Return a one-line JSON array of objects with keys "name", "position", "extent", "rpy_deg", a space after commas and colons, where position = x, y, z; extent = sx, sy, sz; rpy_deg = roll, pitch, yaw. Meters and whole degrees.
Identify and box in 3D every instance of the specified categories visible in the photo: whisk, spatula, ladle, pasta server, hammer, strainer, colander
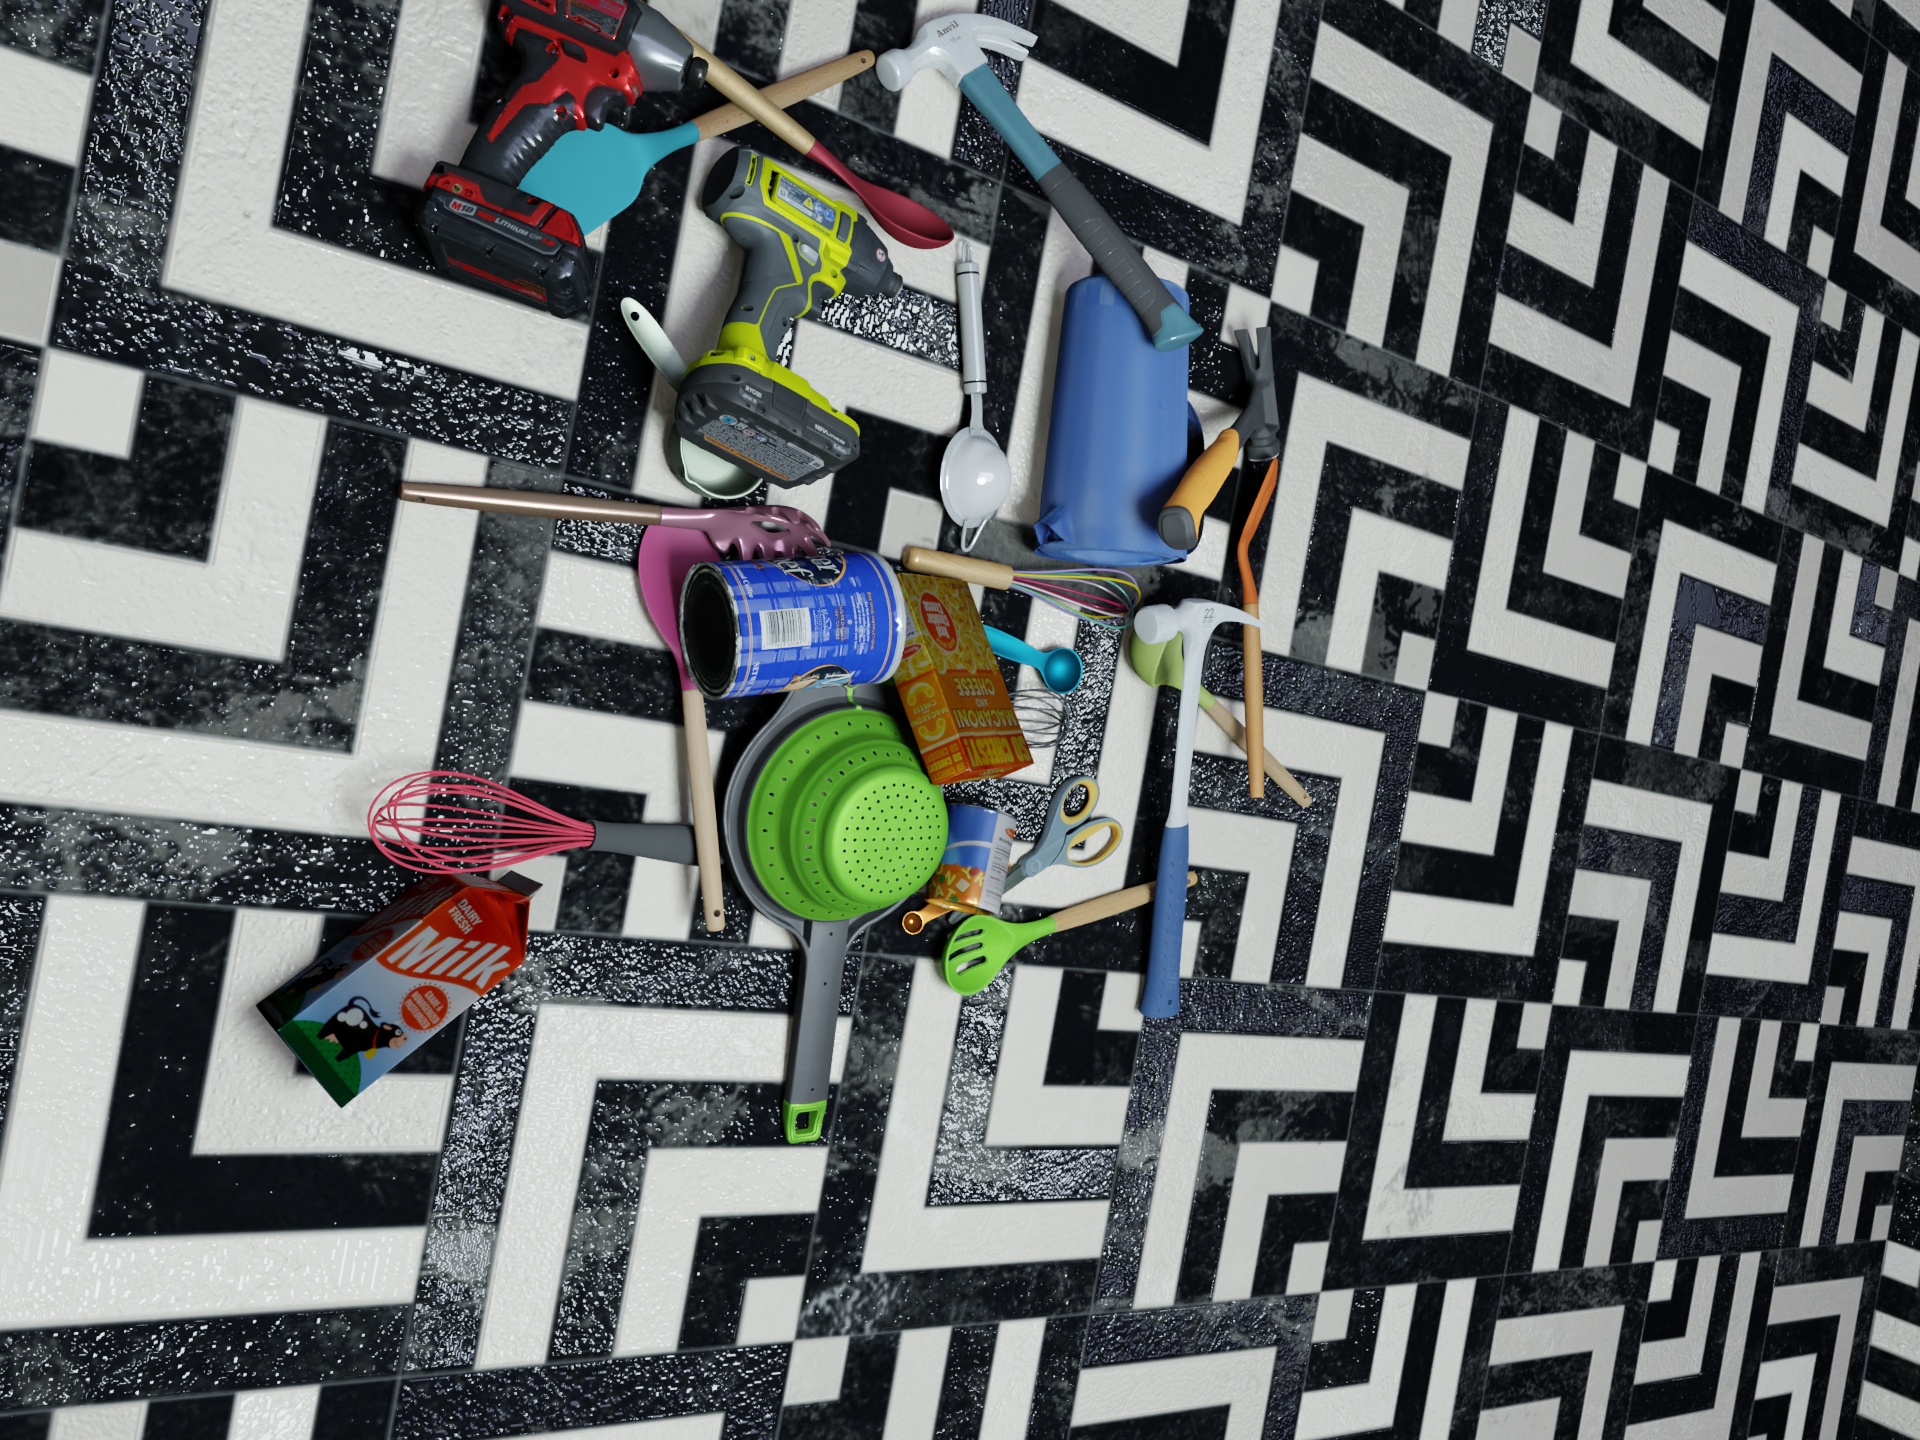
[{"name": "whisk", "position": [0.057, -0.118, 1.390], "extent": [0.244, 0.047, 0.051], "rpy_deg": [8, 79, -31]}, {"name": "spatula", "position": [-0.186, -0.448, 1.190], "extent": [0.317, 0.044, 0.082], "rpy_deg": [-36, 113, -31]}, {"name": "spatula", "position": [0.288, -0.088, 1.523], "extent": [0.081, 0.041, 0.323], "rpy_deg": [20, 68, -78]}, {"name": "ladle", "position": [0.264, -0.002, 1.538], "extent": [0.319, 0.062, 0.078], "rpy_deg": [41, 68, -34]}, {"name": "pasta server", "position": [-0.246, -0.147, 1.164], "extent": [0.316, 0.060, 0.040], "rpy_deg": [2, 50, -30]}, {"name": "whisk", "position": [-0.001, -0.004, 1.357], "extent": [0.238, 0.055, 0.055], "rpy_deg": [2, 94, -31]}, {"name": "hammer", "position": [0.229, -0.239, 1.392], "extent": [0.337, 0.034, 0.127], "rpy_deg": [-53, 138, -53]}, {"name": "whisk", "position": [-0.289, 0.083, 1.161], "extent": [0.295, 0.073, 0.073], "rpy_deg": [10, 90, -42]}, {"name": "strainer", "position": [0.014, -0.273, 1.341], "extent": [0.087, 0.050, 0.258], "rpy_deg": [-10, 99, -50]}, {"name": "colander", "position": [-0.088, 0.161, 1.265], "extent": [0.204, 0.095, 0.397], "rpy_deg": [1, 100, -35]}, {"name": "hammer", "position": [0.207, 0.085, 1.476], "extent": [0.144, 0.035, 0.405], "rpy_deg": [-10, 112, -37]}, {"name": "ladle", "position": [-0.132, -0.444, 1.183], "extent": [0.315, 0.069, 0.031], "rpy_deg": [30, 120, -30]}, {"name": "hammer", "position": [0.080, -0.435, 1.296], "extent": [0.128, 0.033, 0.331], "rpy_deg": [-40, 93, -22]}]

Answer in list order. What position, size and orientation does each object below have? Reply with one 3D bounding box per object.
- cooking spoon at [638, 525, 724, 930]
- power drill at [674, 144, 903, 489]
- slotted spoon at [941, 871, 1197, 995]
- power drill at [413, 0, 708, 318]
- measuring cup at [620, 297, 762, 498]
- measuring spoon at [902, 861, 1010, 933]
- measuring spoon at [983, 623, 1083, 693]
[{"name": "cooking spoon", "position": [-0.203, 0.002, 1.214], "extent": [0.068, 0.017, 0.319], "rpy_deg": [-6, 92, -33]}, {"name": "power drill", "position": [-0.124, -0.297, 1.193], "extent": [0.171, 0.080, 0.223], "rpy_deg": [24, 64, -36]}, {"name": "slotted spoon", "position": [0.103, 0.183, 1.464], "extent": [0.313, 0.031, 0.070], "rpy_deg": [-13, 104, -35]}, {"name": "power drill", "position": [-0.269, -0.397, 1.080], "extent": [0.143, 0.078, 0.220], "rpy_deg": [21, 81, -8]}, {"name": "measuring cup", "position": [-0.208, -0.240, 1.190], "extent": [0.083, 0.038, 0.167], "rpy_deg": [-44, 116, -23]}, {"name": "measuring spoon", "position": [-0.004, 0.152, 1.389], "extent": [0.117, 0.011, 0.021], "rpy_deg": [-30, 93, -25]}, {"name": "measuring spoon", "position": [0.051, -0.060, 1.409], "extent": [0.128, 0.021, 0.042], "rpy_deg": [22, 83, -26]}]
